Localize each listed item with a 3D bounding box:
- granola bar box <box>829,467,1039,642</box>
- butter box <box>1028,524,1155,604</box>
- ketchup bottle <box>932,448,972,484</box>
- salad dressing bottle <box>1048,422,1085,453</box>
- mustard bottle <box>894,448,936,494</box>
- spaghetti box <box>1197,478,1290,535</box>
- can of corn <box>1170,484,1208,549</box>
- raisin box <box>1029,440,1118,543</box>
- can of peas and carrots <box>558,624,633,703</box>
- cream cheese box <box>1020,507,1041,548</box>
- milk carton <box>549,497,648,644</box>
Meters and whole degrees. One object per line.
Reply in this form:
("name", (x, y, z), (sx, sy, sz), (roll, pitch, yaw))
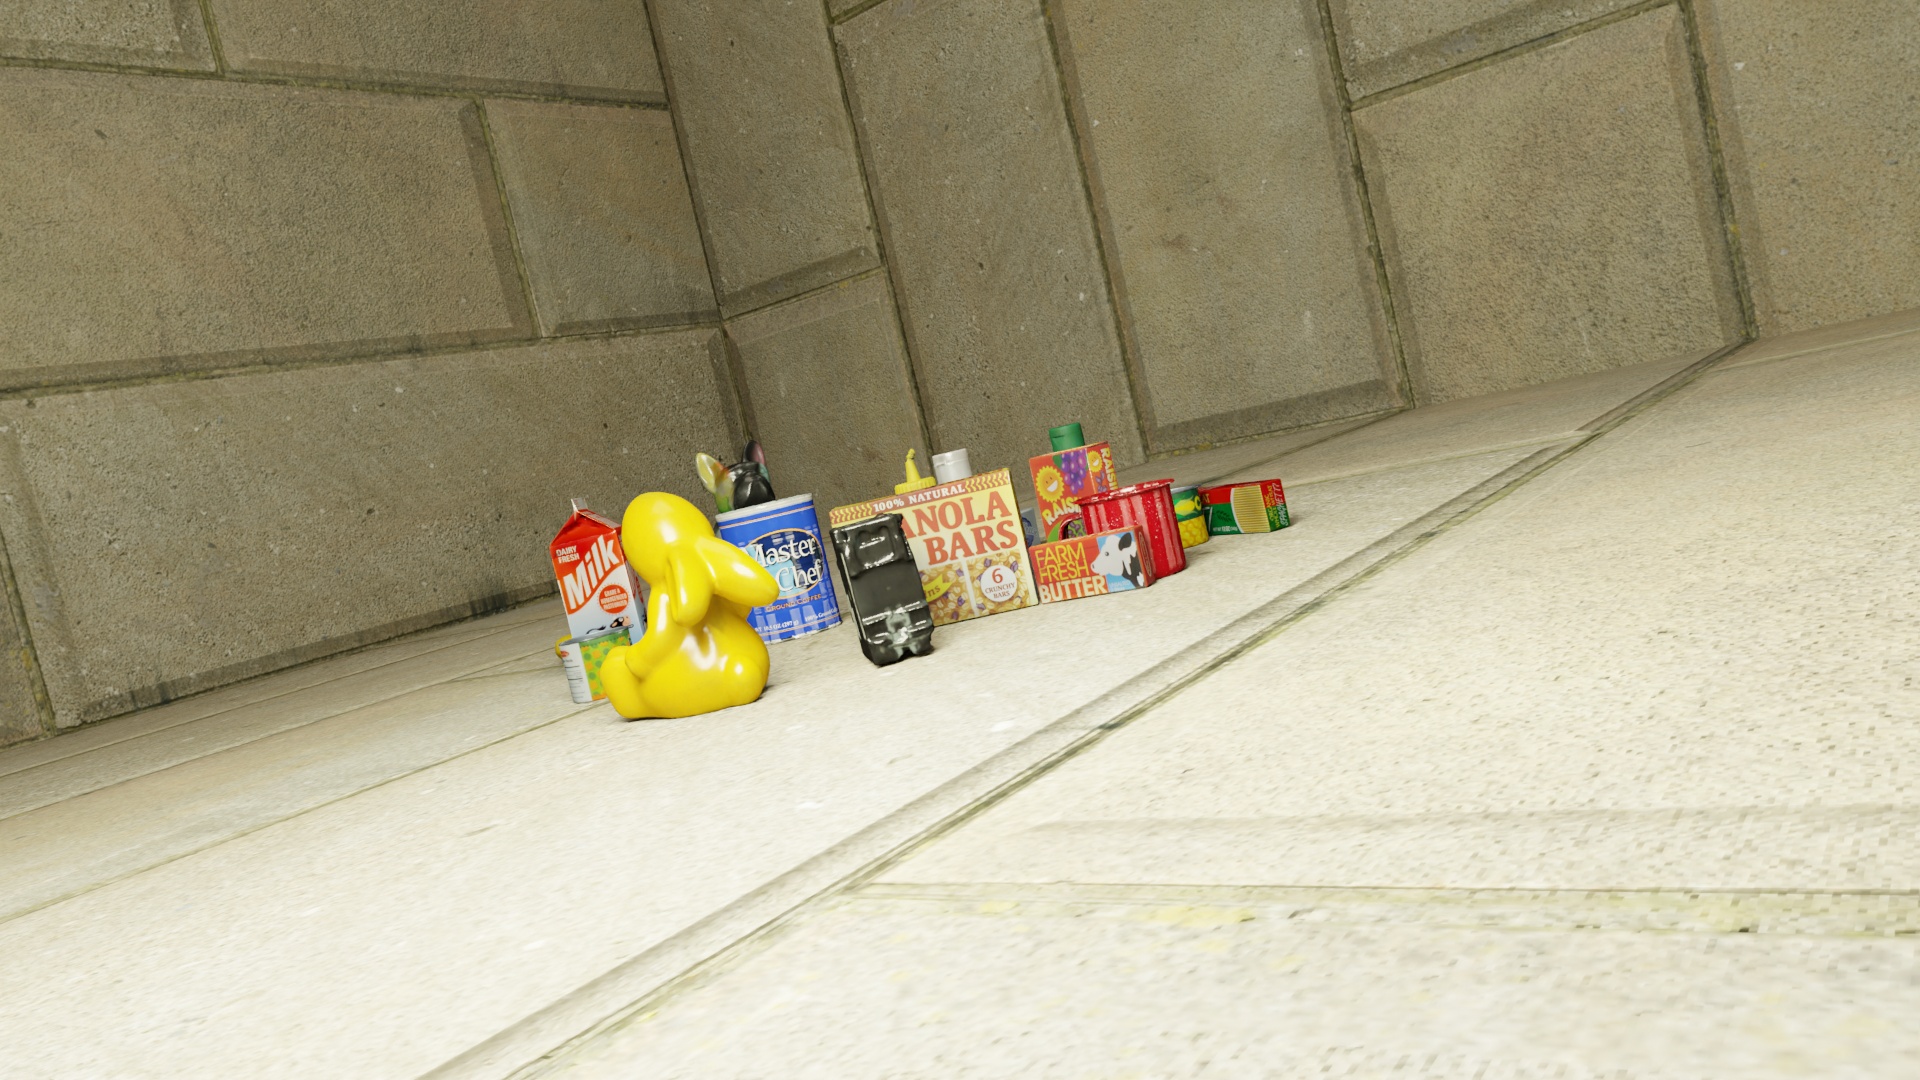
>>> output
("granola bar box", (-0.022, 0.013, 1.248), (0.165, 0.124, 0.039), (-13, 3, 8))
("butter box", (0.113, 0.021, 1.204), (0.103, 0.053, 0.024), (-11, 4, 29))
("ketchup bottle", (0.005, -0.018, 1.415), (0.064, 0.148, 0.044), (-11, 4, 38))
("salad dressing bottle", (0.131, -0.056, 1.544), (0.064, 0.147, 0.044), (-10, 4, 39))
("mustard bottle", (-0.034, -0.008, 1.320), (0.065, 0.160, 0.049), (-12, 4, 27))
("spaghetti box", (0.260, -0.031, 1.476), (0.029, 0.050, 0.250), (-15, 4, -23))
("can of corn", (0.219, -0.022, 1.423), (0.071, 0.058, 0.071), (-13, 4, 1))
("raisin box", (0.125, -0.034, 1.438), (0.040, 0.123, 0.086), (-16, 5, -41))
("can of peas and carrots", (-0.337, 0.116, 1.312), (0.071, 0.058, 0.071), (-13, 4, 1))
("cream cheese box", (0.067, -0.007, 1.747), (0.024, 0.053, 0.104), (-11, 4, 29))
("milk carton", (-0.382, 0.047, 1.475), (0.073, 0.190, 0.072), (-14, 3, -5))
